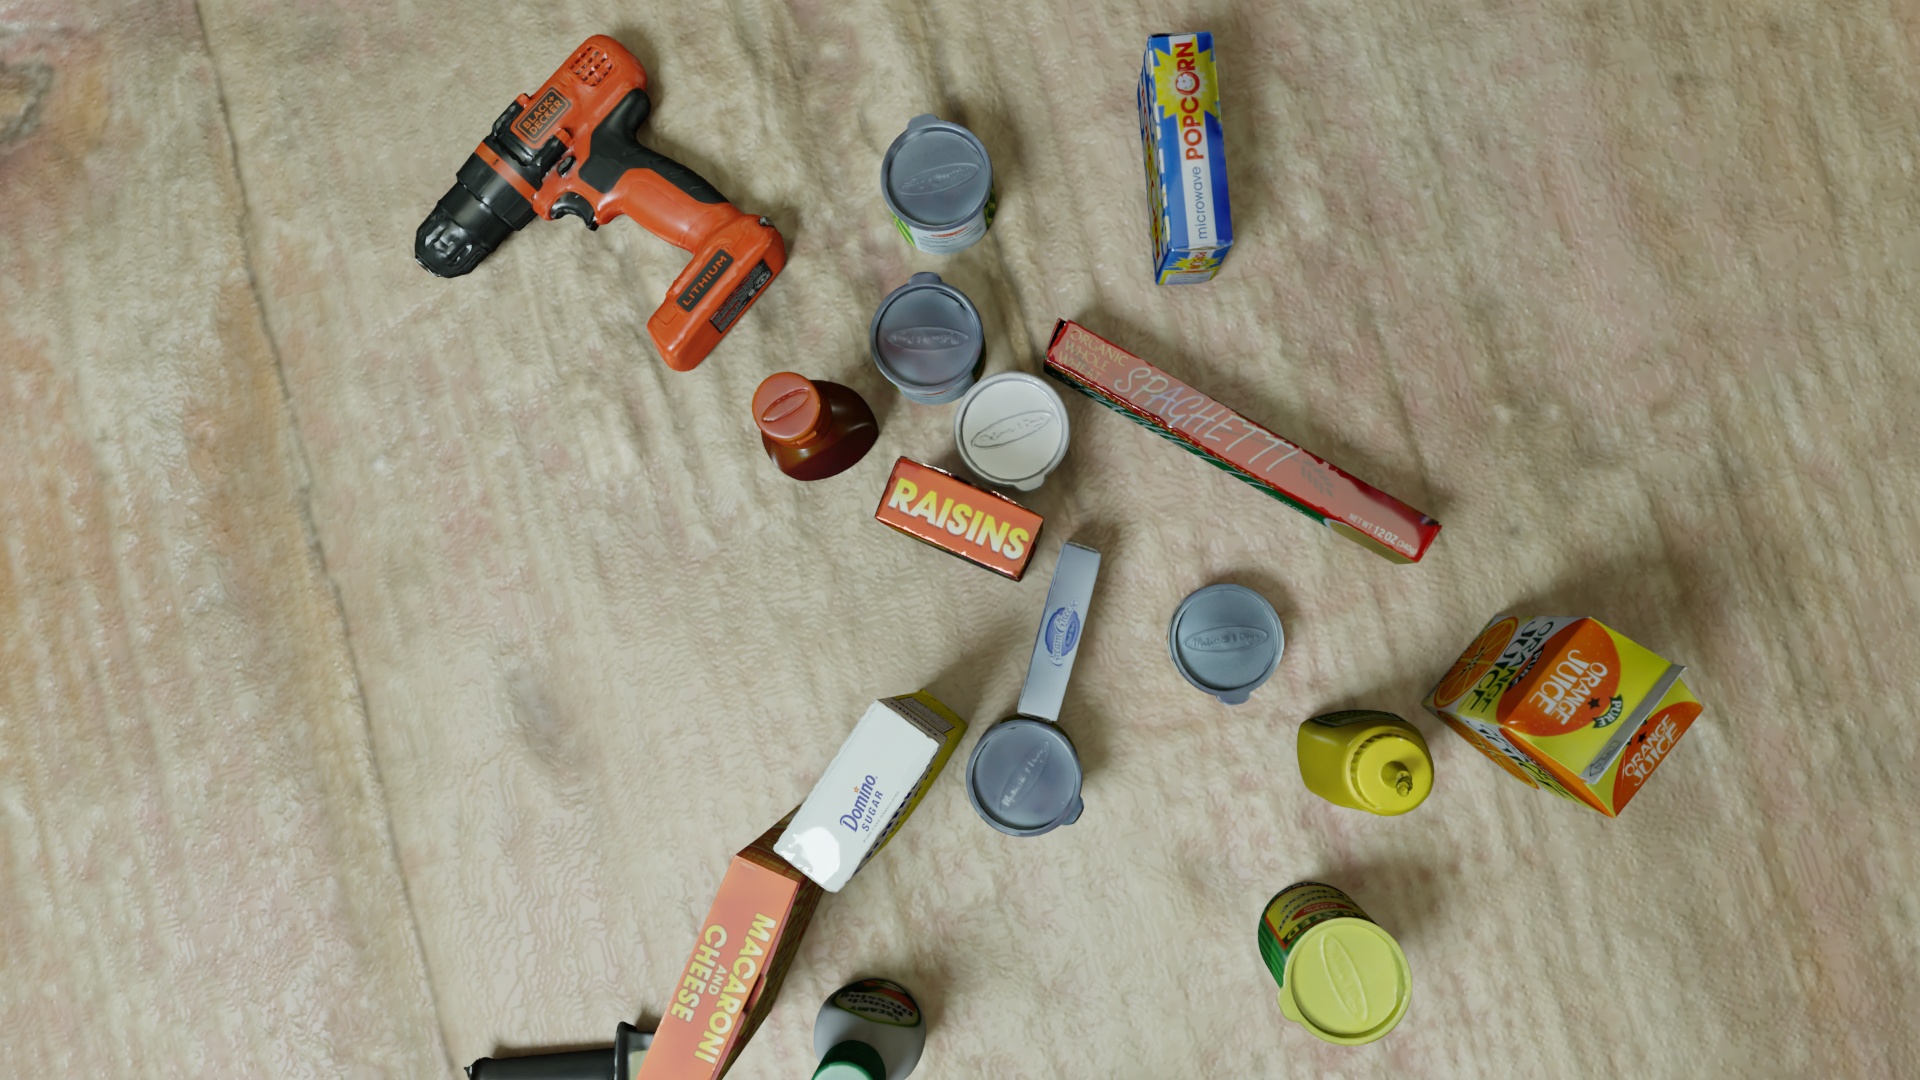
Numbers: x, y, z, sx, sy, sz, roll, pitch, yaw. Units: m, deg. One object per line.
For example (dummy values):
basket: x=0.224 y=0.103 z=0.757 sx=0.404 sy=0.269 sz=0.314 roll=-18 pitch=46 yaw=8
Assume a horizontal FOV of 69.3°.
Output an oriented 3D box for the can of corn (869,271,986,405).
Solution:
can of corn: x=-0.018 y=-0.119 z=0.832 sx=0.071 sy=0.058 sz=0.071 roll=0 pitch=87 yaw=3

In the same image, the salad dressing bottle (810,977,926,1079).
salad dressing bottle: x=-0.054 y=0.282 z=0.765 sx=0.064 sy=0.147 sz=0.044 roll=15 pitch=88 yaw=4

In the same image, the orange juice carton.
orange juice carton: x=0.318 y=0.089 z=0.733 sx=0.073 sy=0.192 sz=0.072 roll=40 pitch=90 yaw=4

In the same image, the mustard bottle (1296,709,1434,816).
mustard bottle: x=0.224 y=0.120 z=0.753 sx=0.065 sy=0.160 sz=0.049 roll=-6 pitch=87 yaw=3

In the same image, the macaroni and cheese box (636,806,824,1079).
macaroni and cheese box: x=-0.113 y=0.220 z=0.763 sx=0.040 sy=0.166 sz=0.123 roll=24 pitch=89 yaw=4

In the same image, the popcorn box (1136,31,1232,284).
popcorn box: x=0.130 y=-0.221 z=0.816 sx=0.038 sy=0.085 sz=0.126 roll=-5 pitch=87 yaw=3

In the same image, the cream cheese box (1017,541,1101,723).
cream cheese box: x=0.058 y=0.054 z=0.820 sx=0.024 sy=0.053 sz=0.104 roll=15 pitch=88 yaw=4

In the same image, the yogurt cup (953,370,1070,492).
yogurt cup: x=0.031 y=-0.063 z=0.828 sx=0.072 sy=0.054 sz=0.072 roll=0 pitch=87 yaw=3

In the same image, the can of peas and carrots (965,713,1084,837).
can of peas and carrots: x=0.040 y=0.137 z=0.813 sx=0.071 sy=0.058 sz=0.071 roll=0 pitch=87 yaw=3

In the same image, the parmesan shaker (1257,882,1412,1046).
parmesan shaker: x=0.203 y=0.234 z=0.776 sx=0.071 sy=0.103 sz=0.071 roll=0 pitch=87 yaw=3

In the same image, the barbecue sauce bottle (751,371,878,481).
barbecue sauce bottle: x=-0.085 y=-0.065 z=0.787 sx=0.065 sy=0.148 sz=0.043 roll=-31 pitch=86 yaw=2

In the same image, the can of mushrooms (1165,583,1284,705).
can of mushrooms: x=0.156 y=0.061 z=0.824 sx=0.071 sy=0.033 sz=0.071 roll=0 pitch=87 yaw=3

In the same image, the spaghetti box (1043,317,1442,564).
spaghetti box: x=0.161 y=-0.058 z=0.822 sx=0.250 sy=0.050 sz=0.028 roll=29 pitch=89 yaw=4

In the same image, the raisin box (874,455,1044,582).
raisin box: x=0.003 y=-0.010 z=0.791 sx=0.086 sy=0.123 sz=0.040 roll=24 pitch=89 yaw=4

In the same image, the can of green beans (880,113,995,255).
can of green beans: x=-0.012 y=-0.211 z=0.837 sx=0.071 sy=0.058 sz=0.071 roll=0 pitch=87 yaw=3
